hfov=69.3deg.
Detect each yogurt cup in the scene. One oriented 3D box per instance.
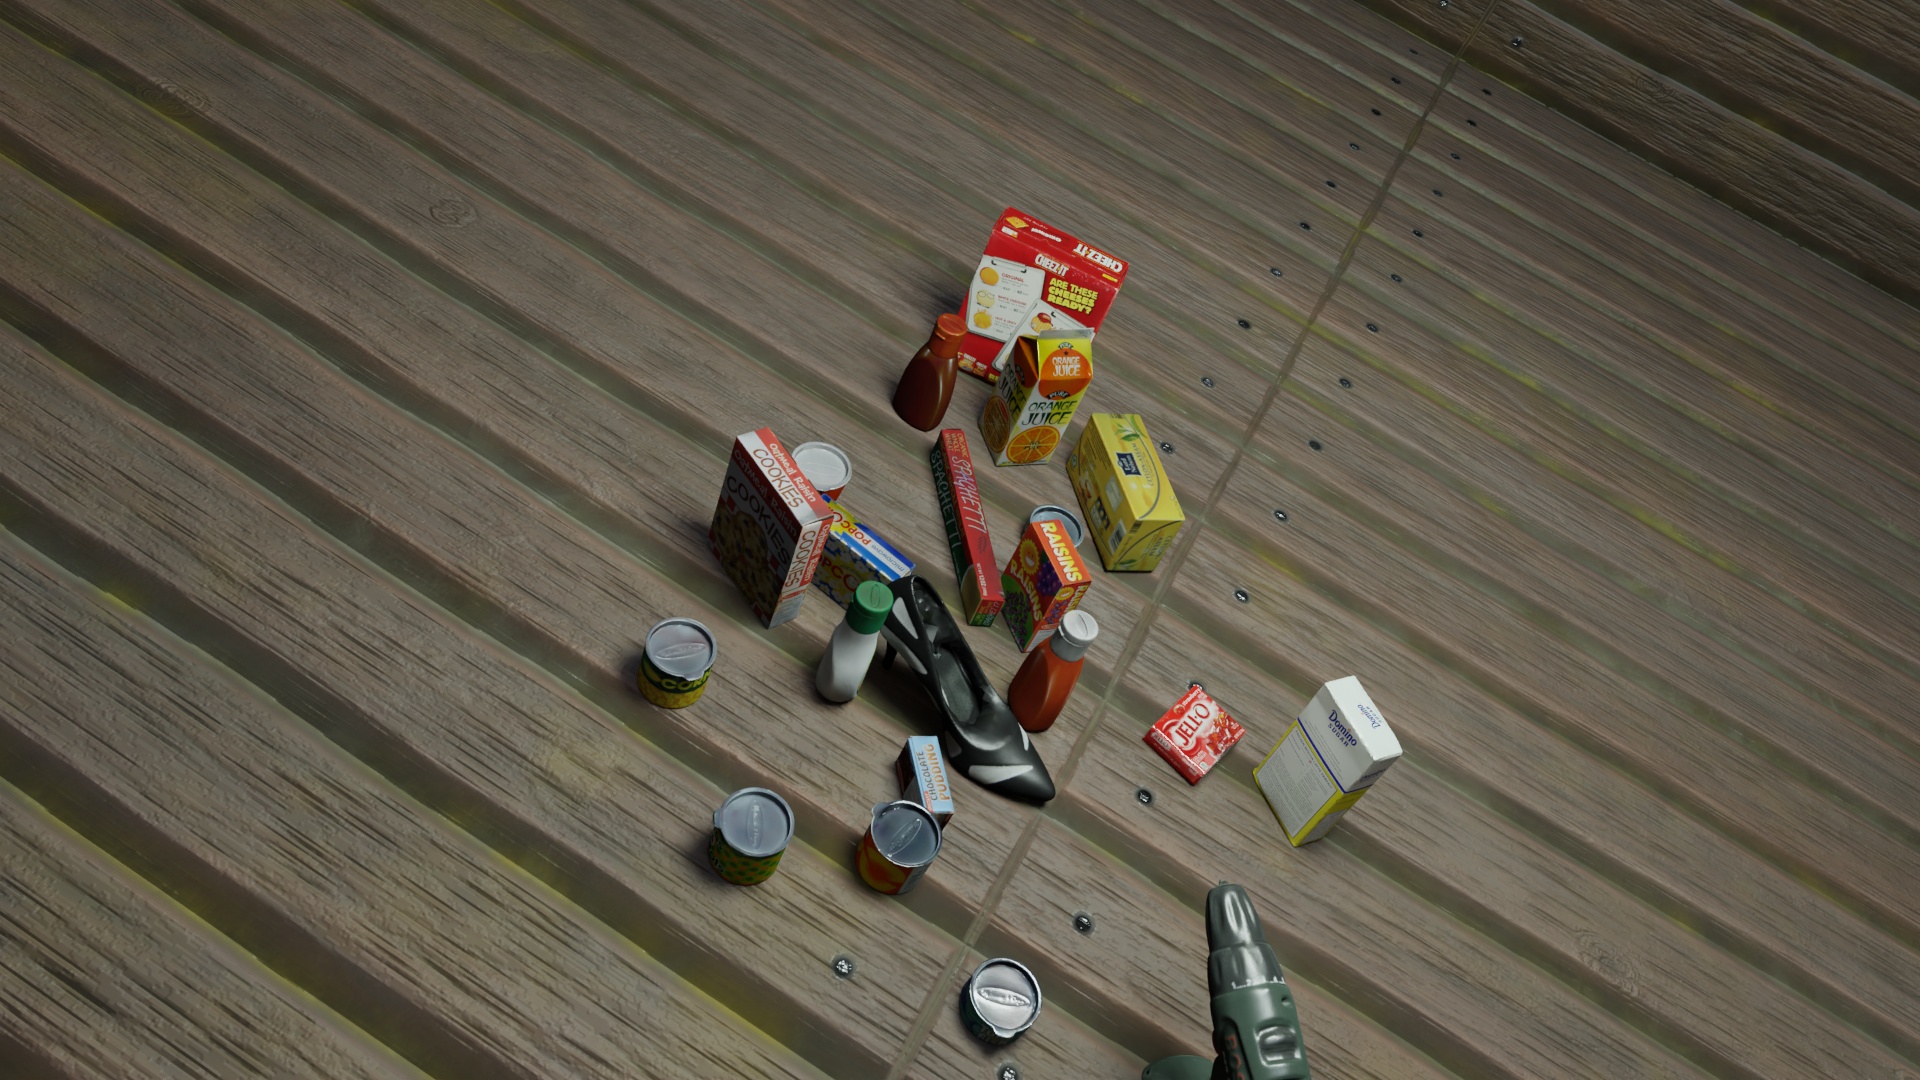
[{"bbox_3d":[-0.157,-0.066,1.510,0.072,0.053,0.073,12,47,-13],"label":"yogurt cup"}]

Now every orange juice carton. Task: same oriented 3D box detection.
[{"bbox_3d":[0.091,-0.176,1.615,0.072,0.191,0.073,-4,53,-26],"label":"orange juice carton"}]

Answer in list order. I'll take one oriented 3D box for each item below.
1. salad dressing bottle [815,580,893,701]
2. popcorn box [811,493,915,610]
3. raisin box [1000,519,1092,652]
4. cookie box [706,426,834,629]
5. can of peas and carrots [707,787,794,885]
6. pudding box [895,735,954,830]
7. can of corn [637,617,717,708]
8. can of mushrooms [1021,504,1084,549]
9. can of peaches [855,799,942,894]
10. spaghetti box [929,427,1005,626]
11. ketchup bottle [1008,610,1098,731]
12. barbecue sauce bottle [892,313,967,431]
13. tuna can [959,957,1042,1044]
[{"bbox_3d":[-0.101,0.097,1.325,0.044,0.146,0.064,13,47,-12],"label":"salad dressing bottle"},{"bbox_3d":[-0.115,0.023,1.428,0.127,0.084,0.038,38,47,12],"label":"popcorn box"},{"bbox_3d":[0.085,0.049,1.463,0.040,0.122,0.086,-6,54,-27],"label":"raisin box"},{"bbox_3d":[-0.189,-0.011,1.369,0.040,0.166,0.123,-21,62,-36],"label":"cookie box"},{"bbox_3d":[-0.185,0.258,1.209,0.071,0.058,0.071,12,47,-13],"label":"can of peas and carrots"},{"bbox_3d":[-0.034,0.230,1.304,0.030,0.049,0.084,1,50,-22],"label":"pudding box"},{"bbox_3d":[-0.265,0.117,1.300,0.071,0.058,0.071,12,47,-13],"label":"can of corn"},{"bbox_3d":[0.103,-0.005,1.580,0.071,0.033,0.071,12,47,-13],"label":"can of mushrooms"},{"bbox_3d":[-0.058,0.275,1.249,0.071,0.057,0.071,12,47,-13],"label":"can of peaches"},{"bbox_3d":[0.005,-0.019,1.540,0.029,0.049,0.251,3,50,-21],"label":"spaghetti box"},{"bbox_3d":[0.092,0.127,1.380,0.043,0.148,0.065,-2,52,-24],"label":"ketchup bottle"},{"bbox_3d":[-0.032,-0.197,1.612,0.065,0.147,0.044,40,47,13],"label":"barbecue sauce bottle"},{"bbox_3d":[0.034,0.399,1.196,0.071,0.032,0.071,12,47,-13],"label":"tuna can"}]
